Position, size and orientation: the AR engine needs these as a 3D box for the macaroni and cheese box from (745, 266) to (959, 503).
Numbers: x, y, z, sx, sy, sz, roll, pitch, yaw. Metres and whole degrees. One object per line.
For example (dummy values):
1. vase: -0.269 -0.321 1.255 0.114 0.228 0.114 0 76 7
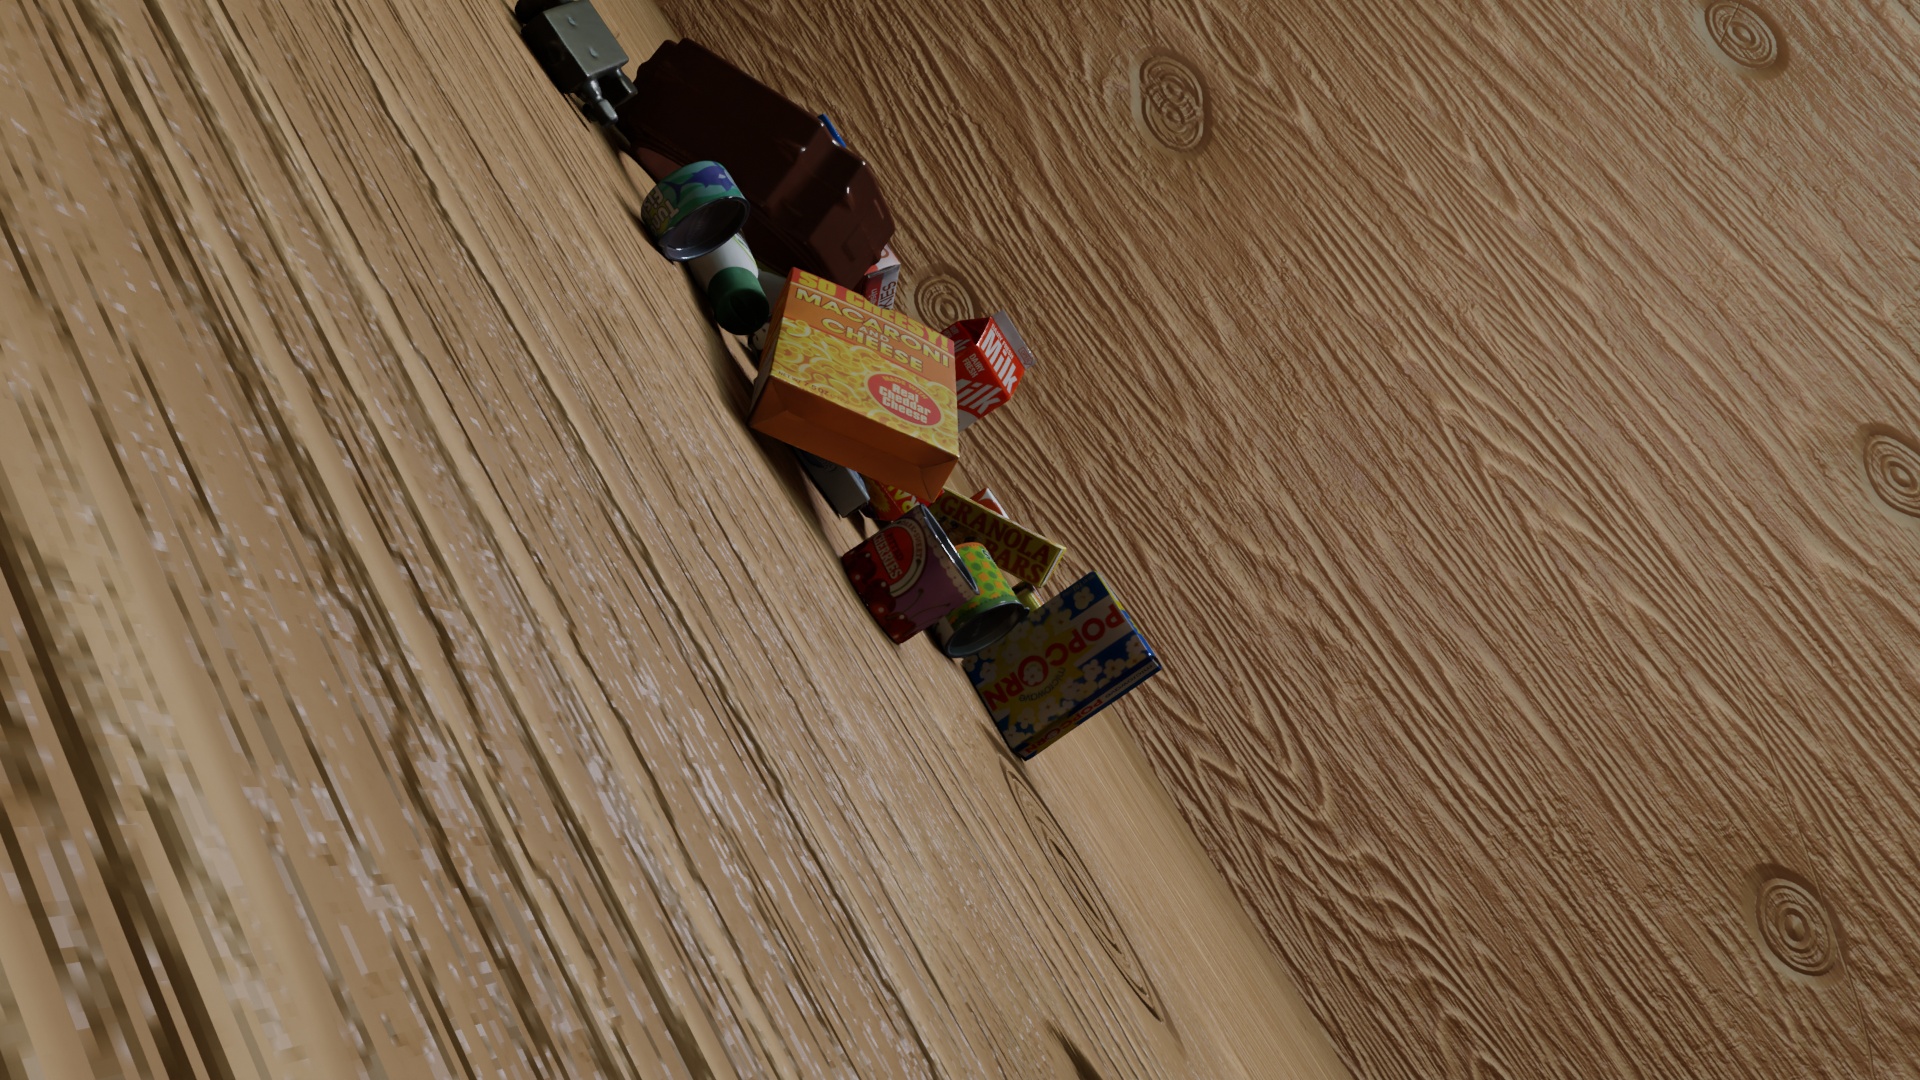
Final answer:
1. macaroni and cheese box: -0.063 -0.103 0.881 0.124 0.040 0.167 23 30 -15

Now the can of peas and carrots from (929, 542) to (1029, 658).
1. can of peas and carrots: 0.006 0.042 1.011 0.059 0.071 0.071 57 3 24

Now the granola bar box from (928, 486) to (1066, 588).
1. granola bar box: 0.004 -0.014 1.150 0.166 0.039 0.124 27 3 5

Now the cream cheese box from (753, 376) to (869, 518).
1. cream cheese box: -0.100 -0.068 0.935 0.103 0.024 0.053 55 3 -21

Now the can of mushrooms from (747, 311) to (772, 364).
1. can of mushrooms: -0.120 -0.150 1.030 0.033 0.071 0.071 59 4 12

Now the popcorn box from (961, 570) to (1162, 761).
1. popcorn box: 0.075 0.093 1.041 0.085 0.126 0.038 58 6 30

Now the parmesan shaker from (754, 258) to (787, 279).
1. parmesan shaker: -0.152 -0.220 1.244 0.071 0.071 0.102 59 3 34

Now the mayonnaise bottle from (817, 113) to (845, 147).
1. mayonnaise bottle: -0.173 -0.326 1.245 0.065 0.148 0.041 58 4 27

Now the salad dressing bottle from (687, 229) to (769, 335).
1. salad dressing bottle: -0.167 -0.192 0.988 0.064 0.044 0.148 51 6 -38

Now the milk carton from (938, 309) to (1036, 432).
1. milk carton: -0.021 -0.149 1.367 0.072 0.190 0.074 55 4 -32

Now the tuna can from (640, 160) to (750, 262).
1. tuna can: -0.178 -0.218 0.922 0.033 0.071 0.071 56 3 9

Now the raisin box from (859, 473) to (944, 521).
1. raisin box: -0.074 -0.072 1.000 0.123 0.040 0.086 55 -19 -18

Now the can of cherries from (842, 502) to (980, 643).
1. can of cherries: -0.031 0.019 0.834 0.071 0.058 0.071 57 4 -6

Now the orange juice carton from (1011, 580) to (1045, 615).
1. orange juice carton: 0.048 0.083 1.184 0.072 0.073 0.193 56 3 0

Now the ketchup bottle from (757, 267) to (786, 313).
1. ketchup bottle: -0.106 -0.174 1.095 0.149 0.043 0.065 21 1 5

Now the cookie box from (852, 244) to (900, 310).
1. cookie box: -0.119 -0.276 1.308 0.168 0.040 0.122 58 -22 20

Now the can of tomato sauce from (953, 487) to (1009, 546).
1. can of tomato sauce: 0.009 0.000 1.321 0.071 0.083 0.071 56 3 -5
